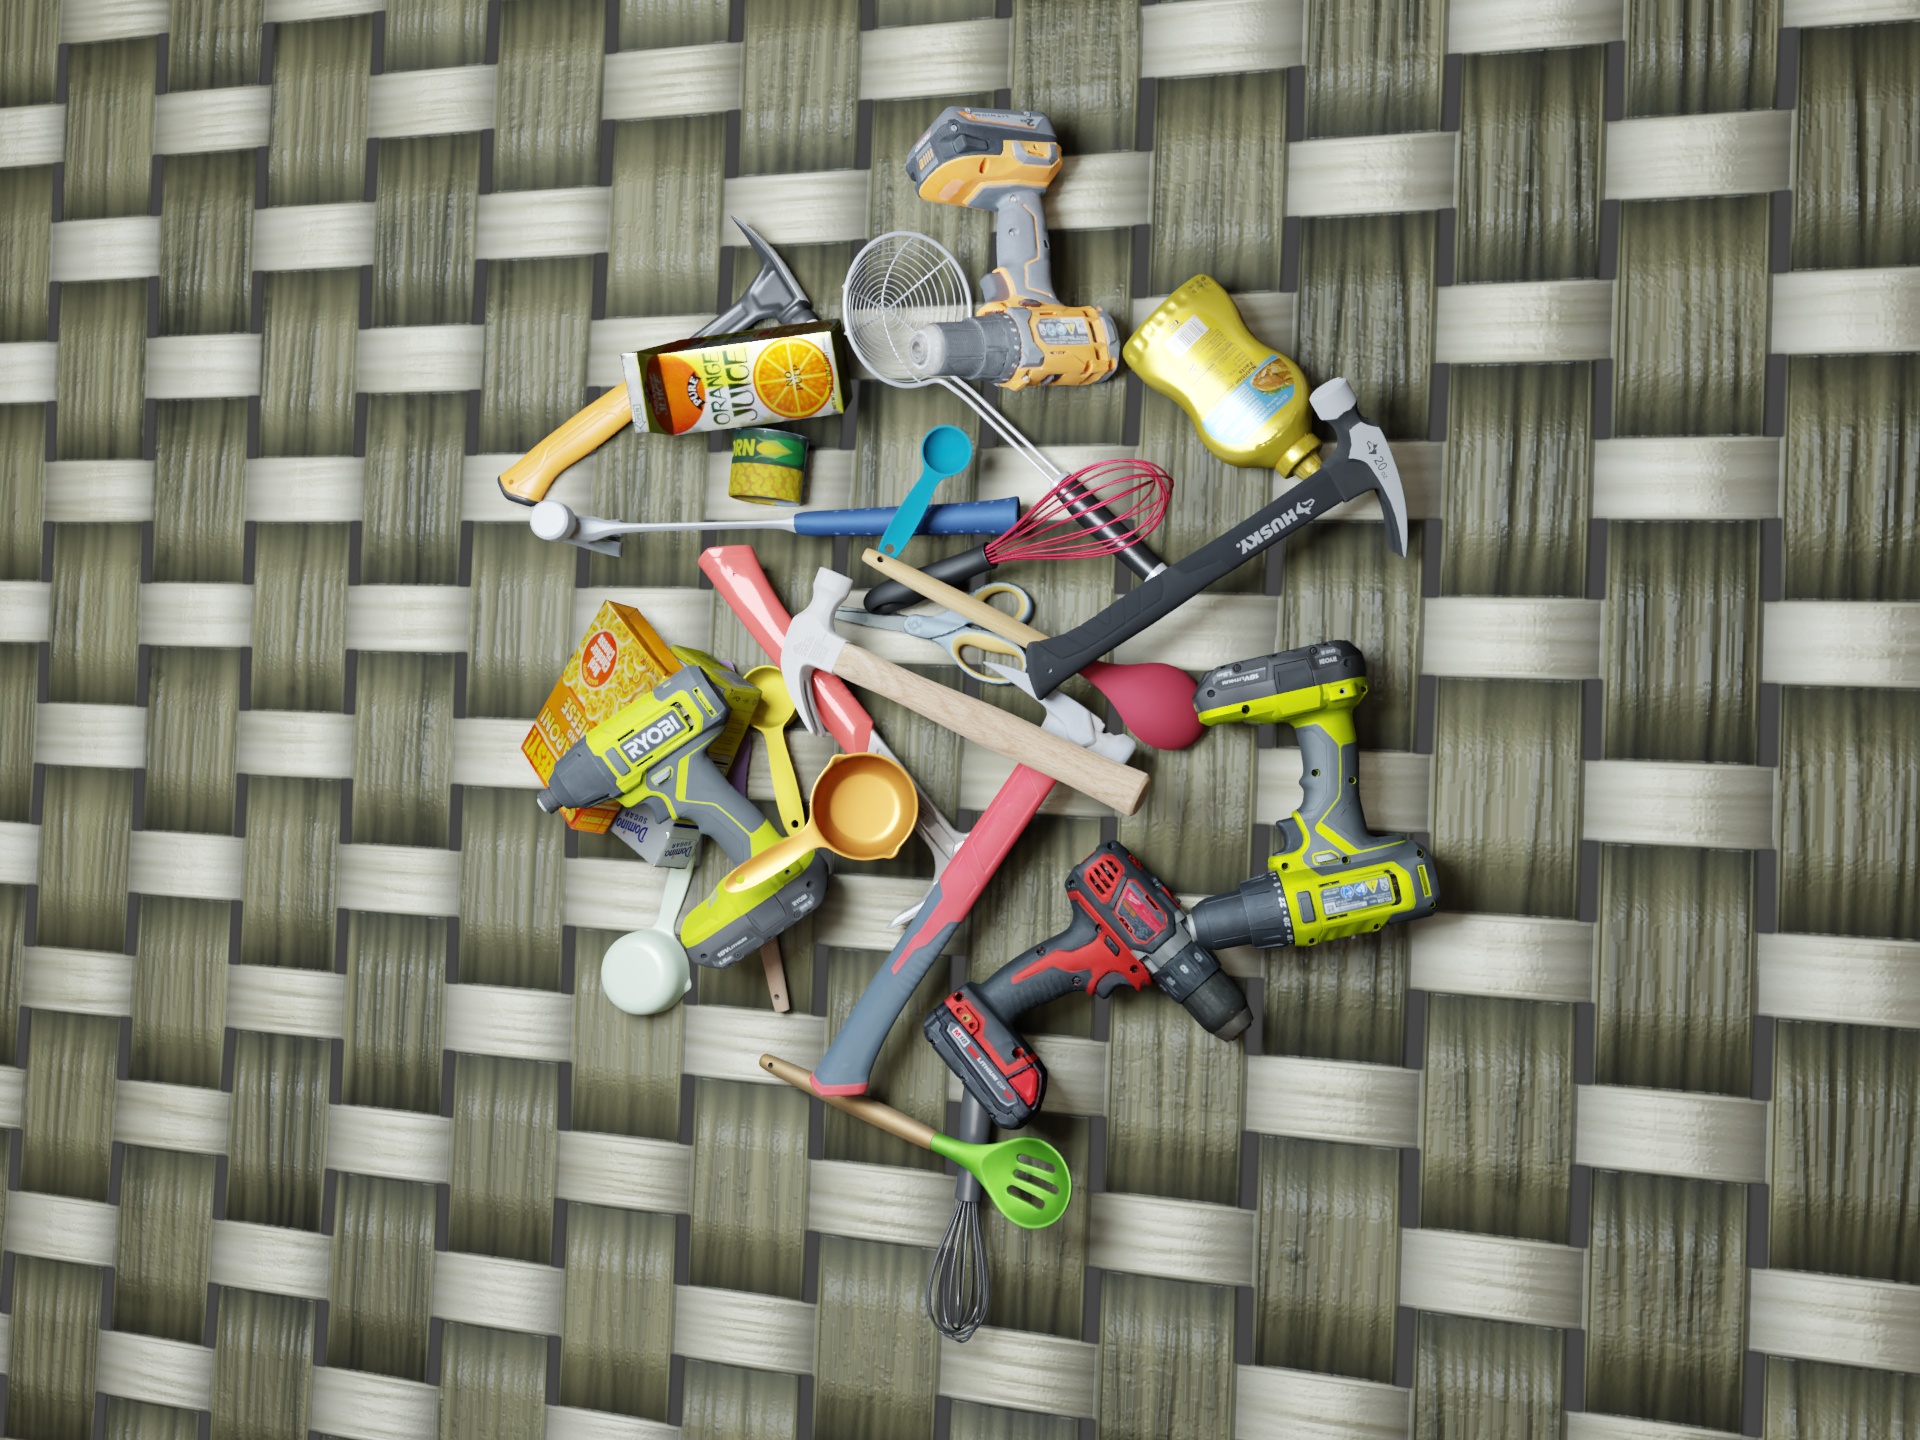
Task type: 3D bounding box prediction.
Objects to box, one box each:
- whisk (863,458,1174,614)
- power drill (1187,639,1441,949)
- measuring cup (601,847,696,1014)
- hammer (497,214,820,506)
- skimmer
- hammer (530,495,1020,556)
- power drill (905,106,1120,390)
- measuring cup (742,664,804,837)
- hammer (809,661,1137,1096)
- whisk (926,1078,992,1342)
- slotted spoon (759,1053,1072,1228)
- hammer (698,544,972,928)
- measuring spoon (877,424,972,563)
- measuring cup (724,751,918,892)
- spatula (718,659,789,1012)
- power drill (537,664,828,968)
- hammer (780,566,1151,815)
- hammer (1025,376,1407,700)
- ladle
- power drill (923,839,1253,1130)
[{"bbox_3d":[0.041,-0.142,1.301,0.296,0.073,0.073,-20,83,28],"label":"whisk"},{"bbox_3d":[0.256,0.064,1.248,0.190,0.080,0.228,-13,86,5],"label":"power drill"},{"bbox_3d":[-0.271,0.184,1.420,0.083,0.038,0.167,19,95,15],"label":"measuring cup"},{"bbox_3d":[-0.290,-0.310,1.445,0.337,0.034,0.127,-34,80,12],"label":"hammer"},{"bbox_3d":[0.046,-0.253,1.320,0.127,0.090,0.363,-40,79,-21],"label":"skimmer"},{"bbox_3d":[-0.151,-0.170,1.372,0.405,0.144,0.035,-1,90,7],"label":"hammer"},{"bbox_3d":[0.022,-0.377,1.293,0.084,0.185,0.226,-26,77,57],"label":"power drill"},{"bbox_3d":[-0.156,0.028,1.401,0.062,0.029,0.156,-13,87,15],"label":"measuring cup"},{"bbox_3d":[-0.020,0.139,1.312,0.143,0.038,0.386,35,94,7],"label":"hammer"},{"bbox_3d":[0.006,0.399,1.336,0.055,0.055,0.239,5,85,16],"label":"whisk"},{"bbox_3d":[-0.042,0.340,1.331,0.314,0.031,0.070,17,86,28],"label":"slotted spoon"},{"bbox_3d":[-0.110,-0.001,1.360,0.149,0.036,0.359,-40,85,6],"label":"hammer"},{"bbox_3d":[-0.033,-0.185,1.315,0.042,0.021,0.128,30,94,-2],"label":"measuring spoon"},{"bbox_3d":[-0.116,0.092,1.303,0.173,0.052,0.095,-31,89,-4],"label":"measuring cup"},{"bbox_3d":[-0.193,0.103,1.413,0.060,0.018,0.316,-16,83,19],"label":"spatula"},{"bbox_3d":[-0.228,0.088,1.329,0.171,0.080,0.223,-34,104,-1],"label":"power drill"},{"bbox_3d":[-0.002,-0.004,1.278,0.331,0.031,0.130,25,93,20],"label":"hammer"},{"bbox_3d":[0.195,-0.116,1.254,0.335,0.035,0.146,-33,107,6],"label":"hammer"},{"bbox_3d":[0.062,-0.066,1.299,0.315,0.031,0.069,27,78,1],"label":"ladle"},{"bbox_3d":[0.104,0.233,1.286,0.226,0.080,0.188,-41,78,0],"label":"power drill"}]
